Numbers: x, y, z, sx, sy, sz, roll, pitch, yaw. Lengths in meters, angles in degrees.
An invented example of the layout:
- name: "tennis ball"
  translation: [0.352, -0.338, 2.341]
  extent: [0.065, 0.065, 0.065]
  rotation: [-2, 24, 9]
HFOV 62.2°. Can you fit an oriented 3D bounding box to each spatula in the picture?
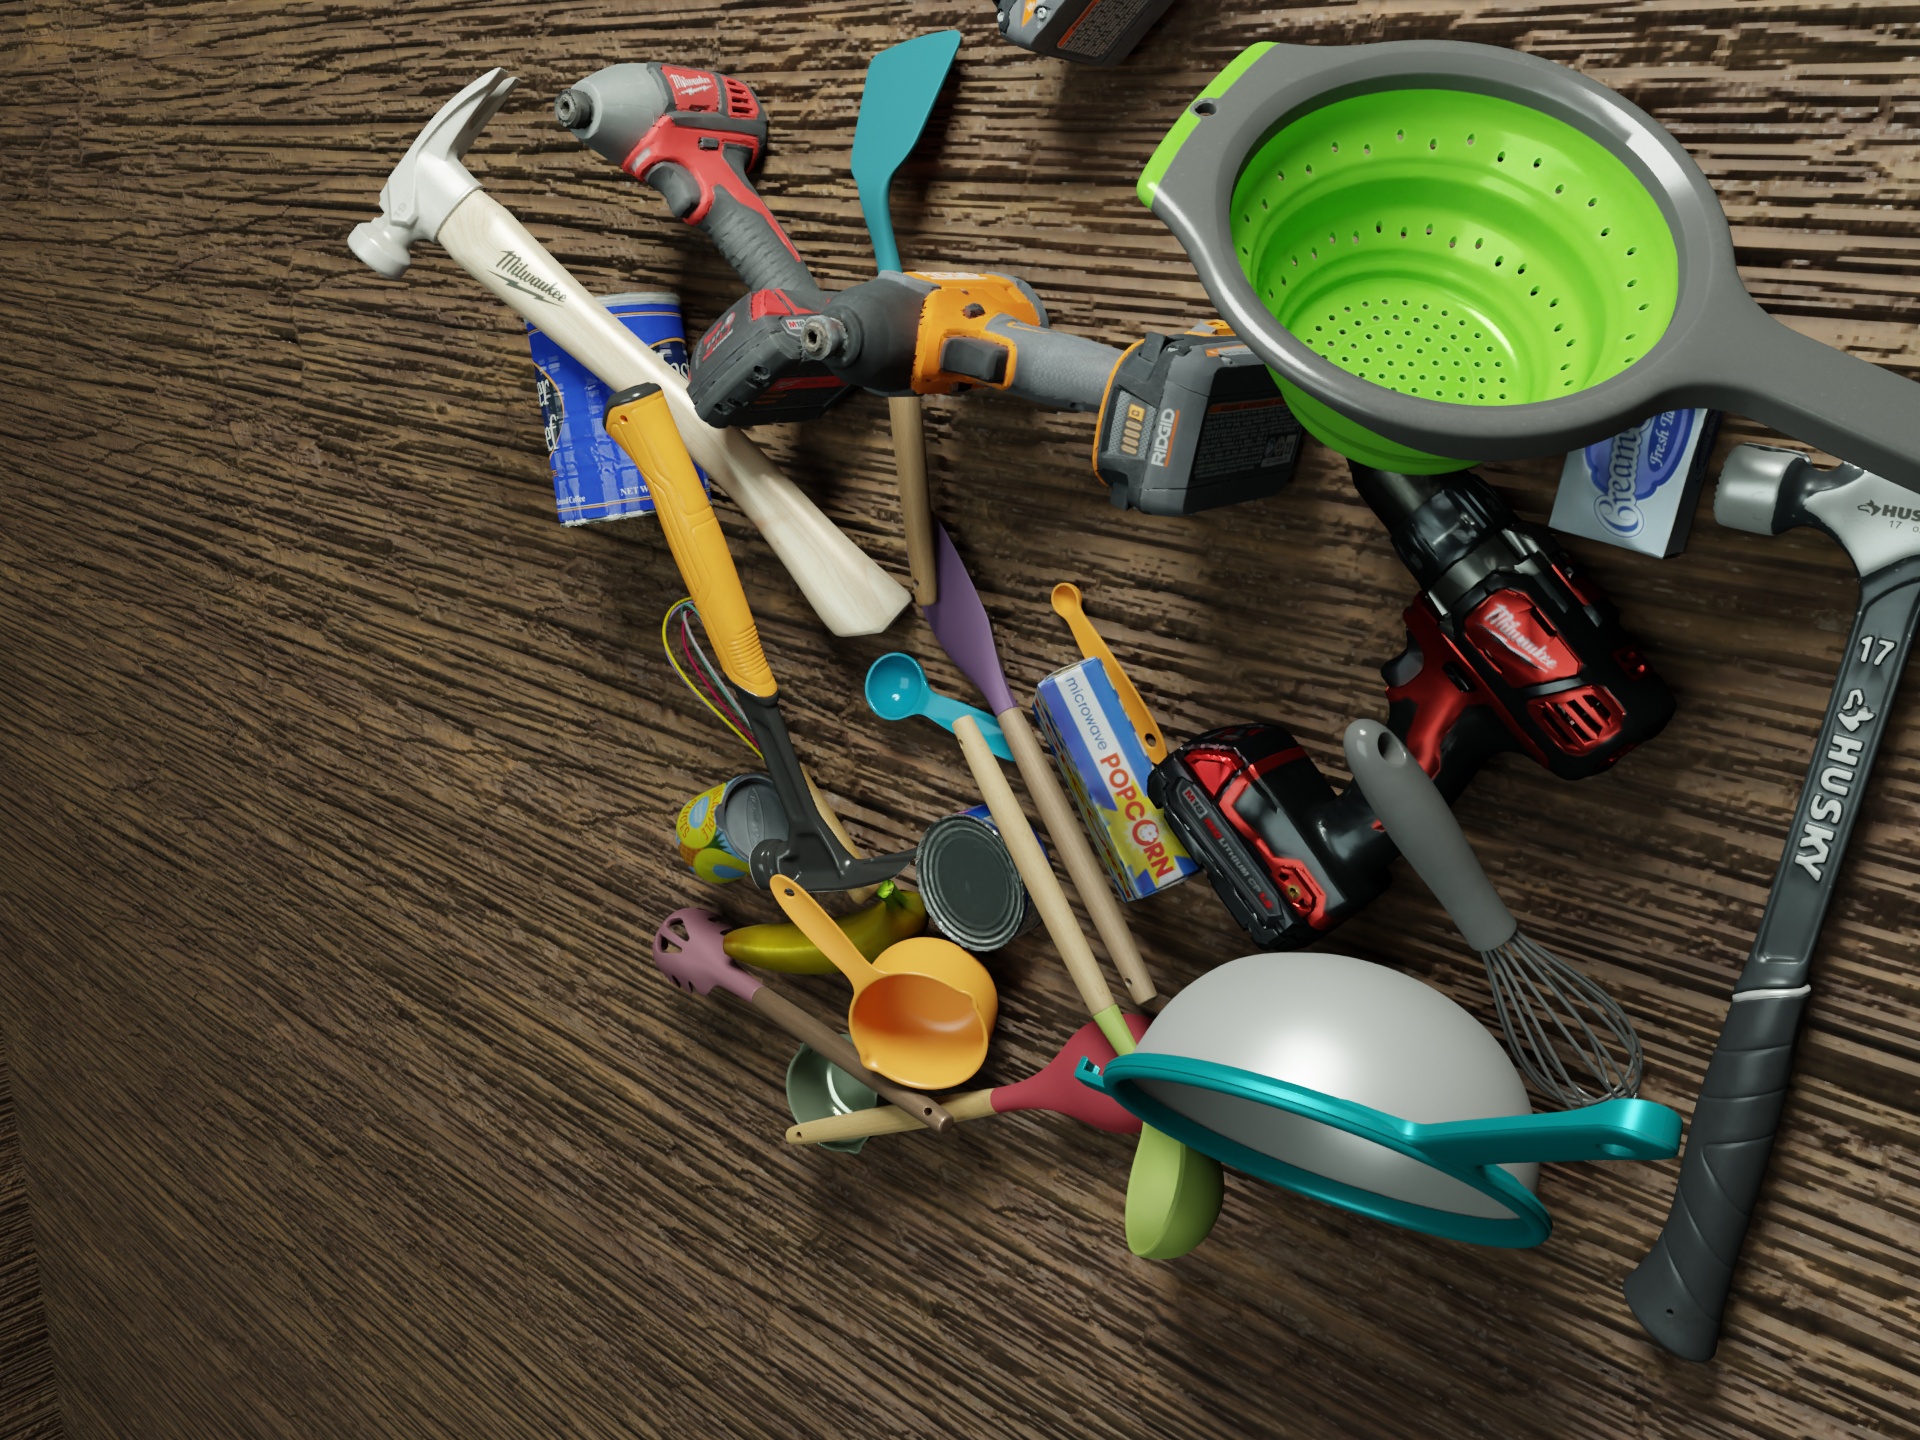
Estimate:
- name: "spatula"
  translation: [-0.027, -0.224, 0.915]
  extent: [0.082, 0.044, 0.317]
  rotation: [11, 111, 49]
- name: "spatula"
  translation: [0.037, 0.019, 0.921]
  extent: [0.316, 0.018, 0.059]
  rotation: [64, 147, 18]

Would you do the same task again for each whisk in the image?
- name: "whisk"
  translation: [-0.125, 0.016, 1.072]
  extent: [0.245, 0.047, 0.051]
  rotation: [56, 143, 10]
- name: "whisk"
  translation: [0.236, 0.091, 0.702]
  extent: [0.055, 0.055, 0.238]
  rotation: [-21, 113, 43]

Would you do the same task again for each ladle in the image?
- name: "ladle"
  translation: [0.058, 0.143, 0.891]
  extent: [0.320, 0.062, 0.078]
  rotation: [64, 157, 14]
- name: "ladle"
  translation: [0.003, 0.239, 0.993]
  extent: [0.315, 0.031, 0.069]
  rotation: [-20, 82, 36]

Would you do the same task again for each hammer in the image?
- name: "hammer"
  translation: [-0.131, -0.045, 0.974]
  extent: [0.127, 0.034, 0.336]
  rotation: [-7, 112, 35]
- name: "hammer"
  translation: [-0.182, -0.210, 0.977]
  extent: [0.410, 0.038, 0.146]
  rotation: [43, 103, 0]
- name: "hammer"
  translation: [0.352, 0.098, 0.668]
  extent: [0.149, 0.036, 0.408]
  rotation: [20, 115, 36]

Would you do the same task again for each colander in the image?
- name: "colander"
  translation: [0.256, -0.128, 0.615]
  extent: [0.397, 0.204, 0.094]
  rotation: [30, 156, 16]

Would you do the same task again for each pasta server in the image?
- name: "pasta server"
  translation: [-0.115, 0.201, 1.079]
  extent: [0.316, 0.040, 0.060]
  rotation: [24, 79, 40]

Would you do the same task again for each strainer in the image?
- name: "strainer"
  translation: [0.198, 0.150, 0.696]
  extent: [0.211, 0.095, 0.340]
  rotation: [26, 159, -8]

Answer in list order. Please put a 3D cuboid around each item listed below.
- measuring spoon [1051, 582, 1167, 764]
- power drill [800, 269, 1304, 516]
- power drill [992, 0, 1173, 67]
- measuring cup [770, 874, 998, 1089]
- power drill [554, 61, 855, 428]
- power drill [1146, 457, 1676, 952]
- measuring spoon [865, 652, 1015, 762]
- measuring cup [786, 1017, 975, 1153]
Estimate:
- name: "measuring spoon"
  translation: [0.086, -0.027, 0.891]
  extent: [0.021, 0.011, 0.117]
  rotation: [-37, 80, 44]
- name: "power drill"
  translation: [0.040, -0.171, 0.788]
  extent: [0.227, 0.164, 0.084]
  rotation: [26, 118, 32]
- name: "power drill"
  translation: [0.021, -0.433, 0.792]
  extent: [0.185, 0.084, 0.226]
  rotation: [-40, 70, 41]
- name: "measuring cup"
  translation: [-0.048, 0.147, 0.976]
  extent: [0.095, 0.052, 0.173]
  rotation: [-38, 100, 28]
- name: "power drill"
  translation: [-0.144, -0.287, 0.936]
  extent: [0.078, 0.143, 0.220]
  rotation: [-32, 82, 37]
- name: "power drill"
  translation: [0.192, -0.015, 0.754]
  extent: [0.226, 0.080, 0.188]
  rotation: [-46, 71, 36]
- name: "measuring spoon"
  translation: [-0.002, -0.003, 0.973]
  extent: [0.129, 0.021, 0.042]
  rotation: [26, 100, 24]
- name: "measuring cup"
  translation: [-0.046, 0.231, 1.066]
  extent: [0.167, 0.038, 0.083]
  rotation: [-32, 80, 29]
